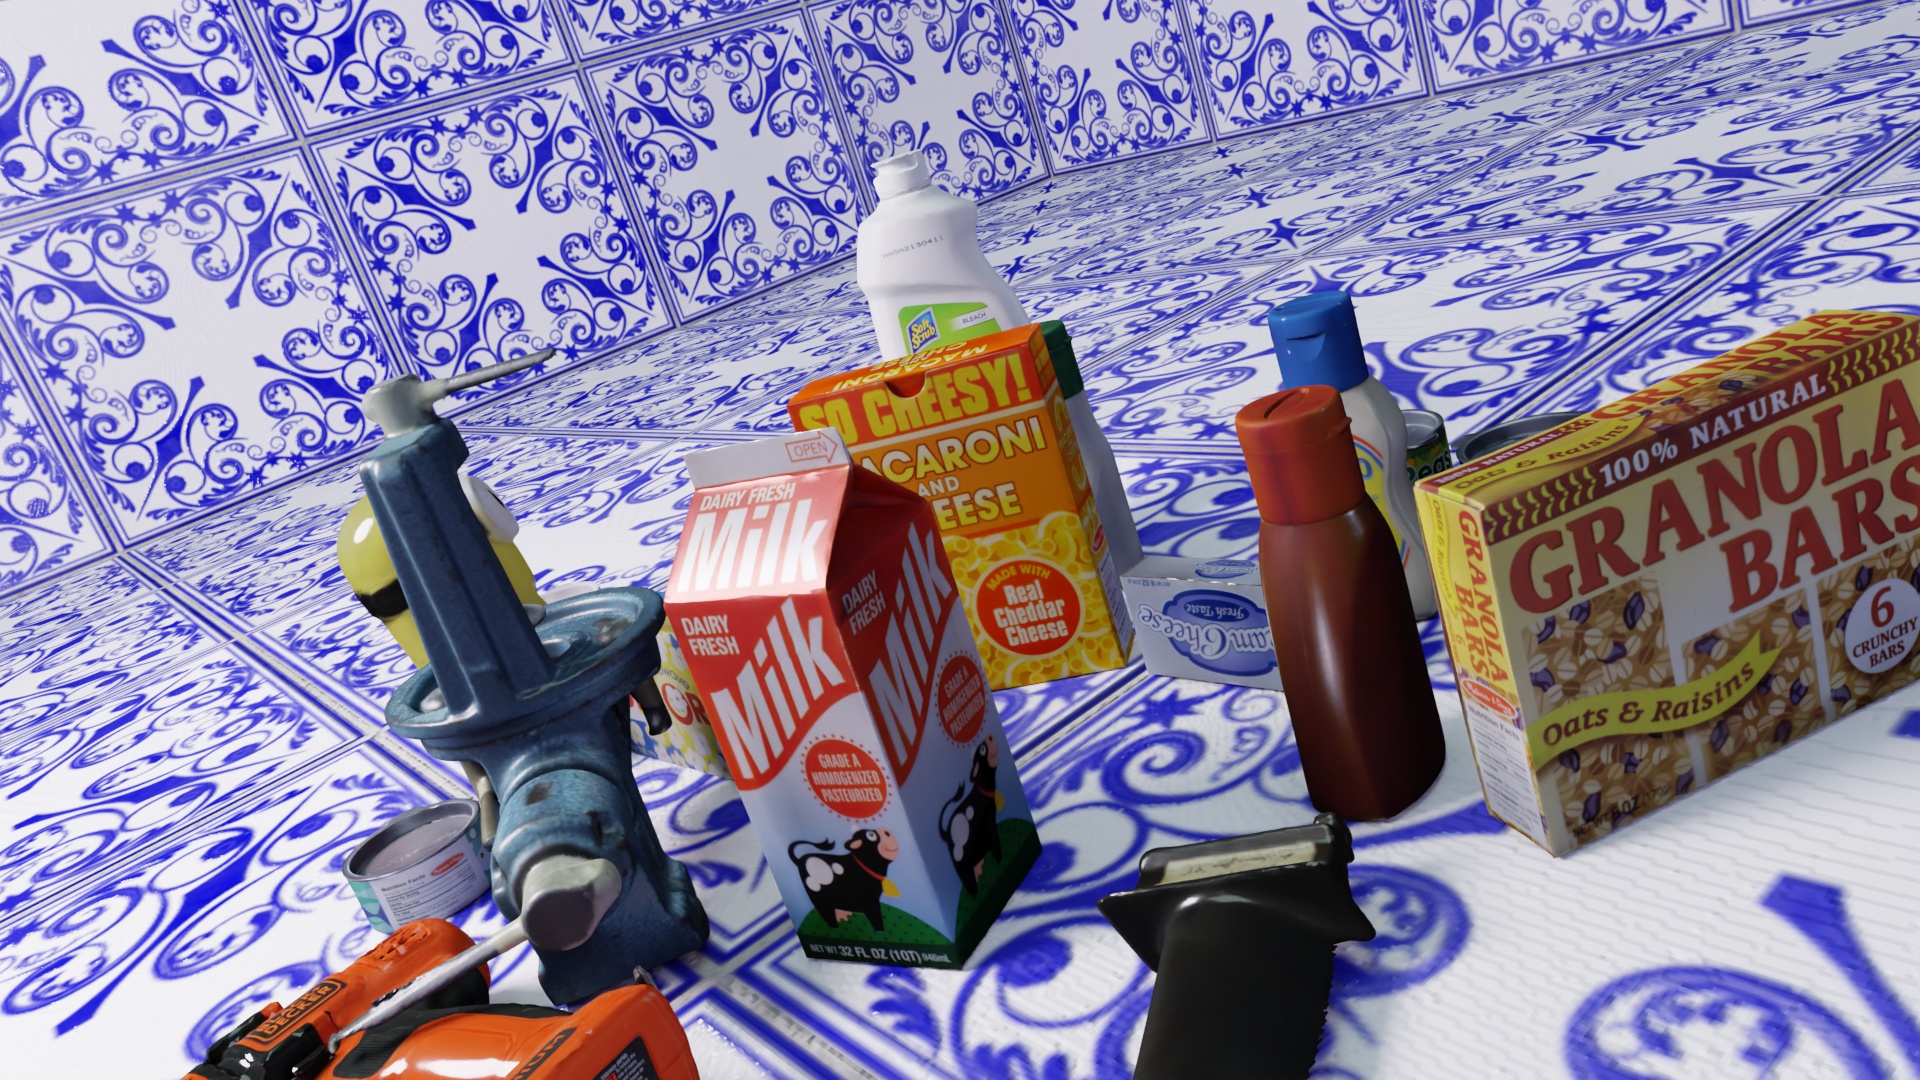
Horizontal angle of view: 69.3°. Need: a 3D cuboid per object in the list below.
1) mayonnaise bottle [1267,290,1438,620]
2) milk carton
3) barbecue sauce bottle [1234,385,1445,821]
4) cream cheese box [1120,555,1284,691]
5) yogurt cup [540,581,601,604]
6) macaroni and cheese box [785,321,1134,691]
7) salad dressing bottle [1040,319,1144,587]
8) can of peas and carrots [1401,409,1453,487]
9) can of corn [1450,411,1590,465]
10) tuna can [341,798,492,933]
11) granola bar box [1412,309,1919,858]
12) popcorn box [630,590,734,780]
[{"bbox_3d":[0.170,-0.035,0.614,0.064,0.147,0.041,-8,20,30],"label":"mayonnaise bottle"},{"bbox_3d":[-0.040,0.052,0.495,0.072,0.190,0.074,-7,21,32],"label":"milk carton"},{"bbox_3d":[0.132,0.021,0.487,0.043,0.148,0.065,-3,23,41],"label":"barbecue sauce bottle"},{"bbox_3d":[0.122,0.036,0.607,0.024,0.053,0.103,-32,22,-37],"label":"cream cheese box"},{"bbox_3d":[-0.254,0.065,0.891,0.072,0.053,0.072,-17,18,6],"label":"yogurt cup"},{"bbox_3d":[0.002,-0.008,0.672,0.123,0.166,0.040,-13,18,18],"label":"macaroni and cheese box"},{"bbox_3d":[0.060,-0.045,0.754,0.044,0.147,0.064,-11,19,23],"label":"salad dressing bottle"},{"bbox_3d":[0.215,-0.027,0.694,0.071,0.058,0.071,-17,18,6],"label":"can of peas and carrots"},{"bbox_3d":[0.261,-0.019,0.626,0.071,0.058,0.071,-17,18,6],"label":"can of corn"},{"bbox_3d":[-0.256,0.154,0.663,0.071,0.032,0.071,-17,18,6],"label":"tuna can"},{"bbox_3d":[0.238,0.011,0.451,0.166,0.124,0.039,-22,18,-11],"label":"granola bar box"},{"bbox_3d":[-0.139,0.072,0.707,0.038,0.085,0.126,-32,22,-37],"label":"popcorn box"}]
